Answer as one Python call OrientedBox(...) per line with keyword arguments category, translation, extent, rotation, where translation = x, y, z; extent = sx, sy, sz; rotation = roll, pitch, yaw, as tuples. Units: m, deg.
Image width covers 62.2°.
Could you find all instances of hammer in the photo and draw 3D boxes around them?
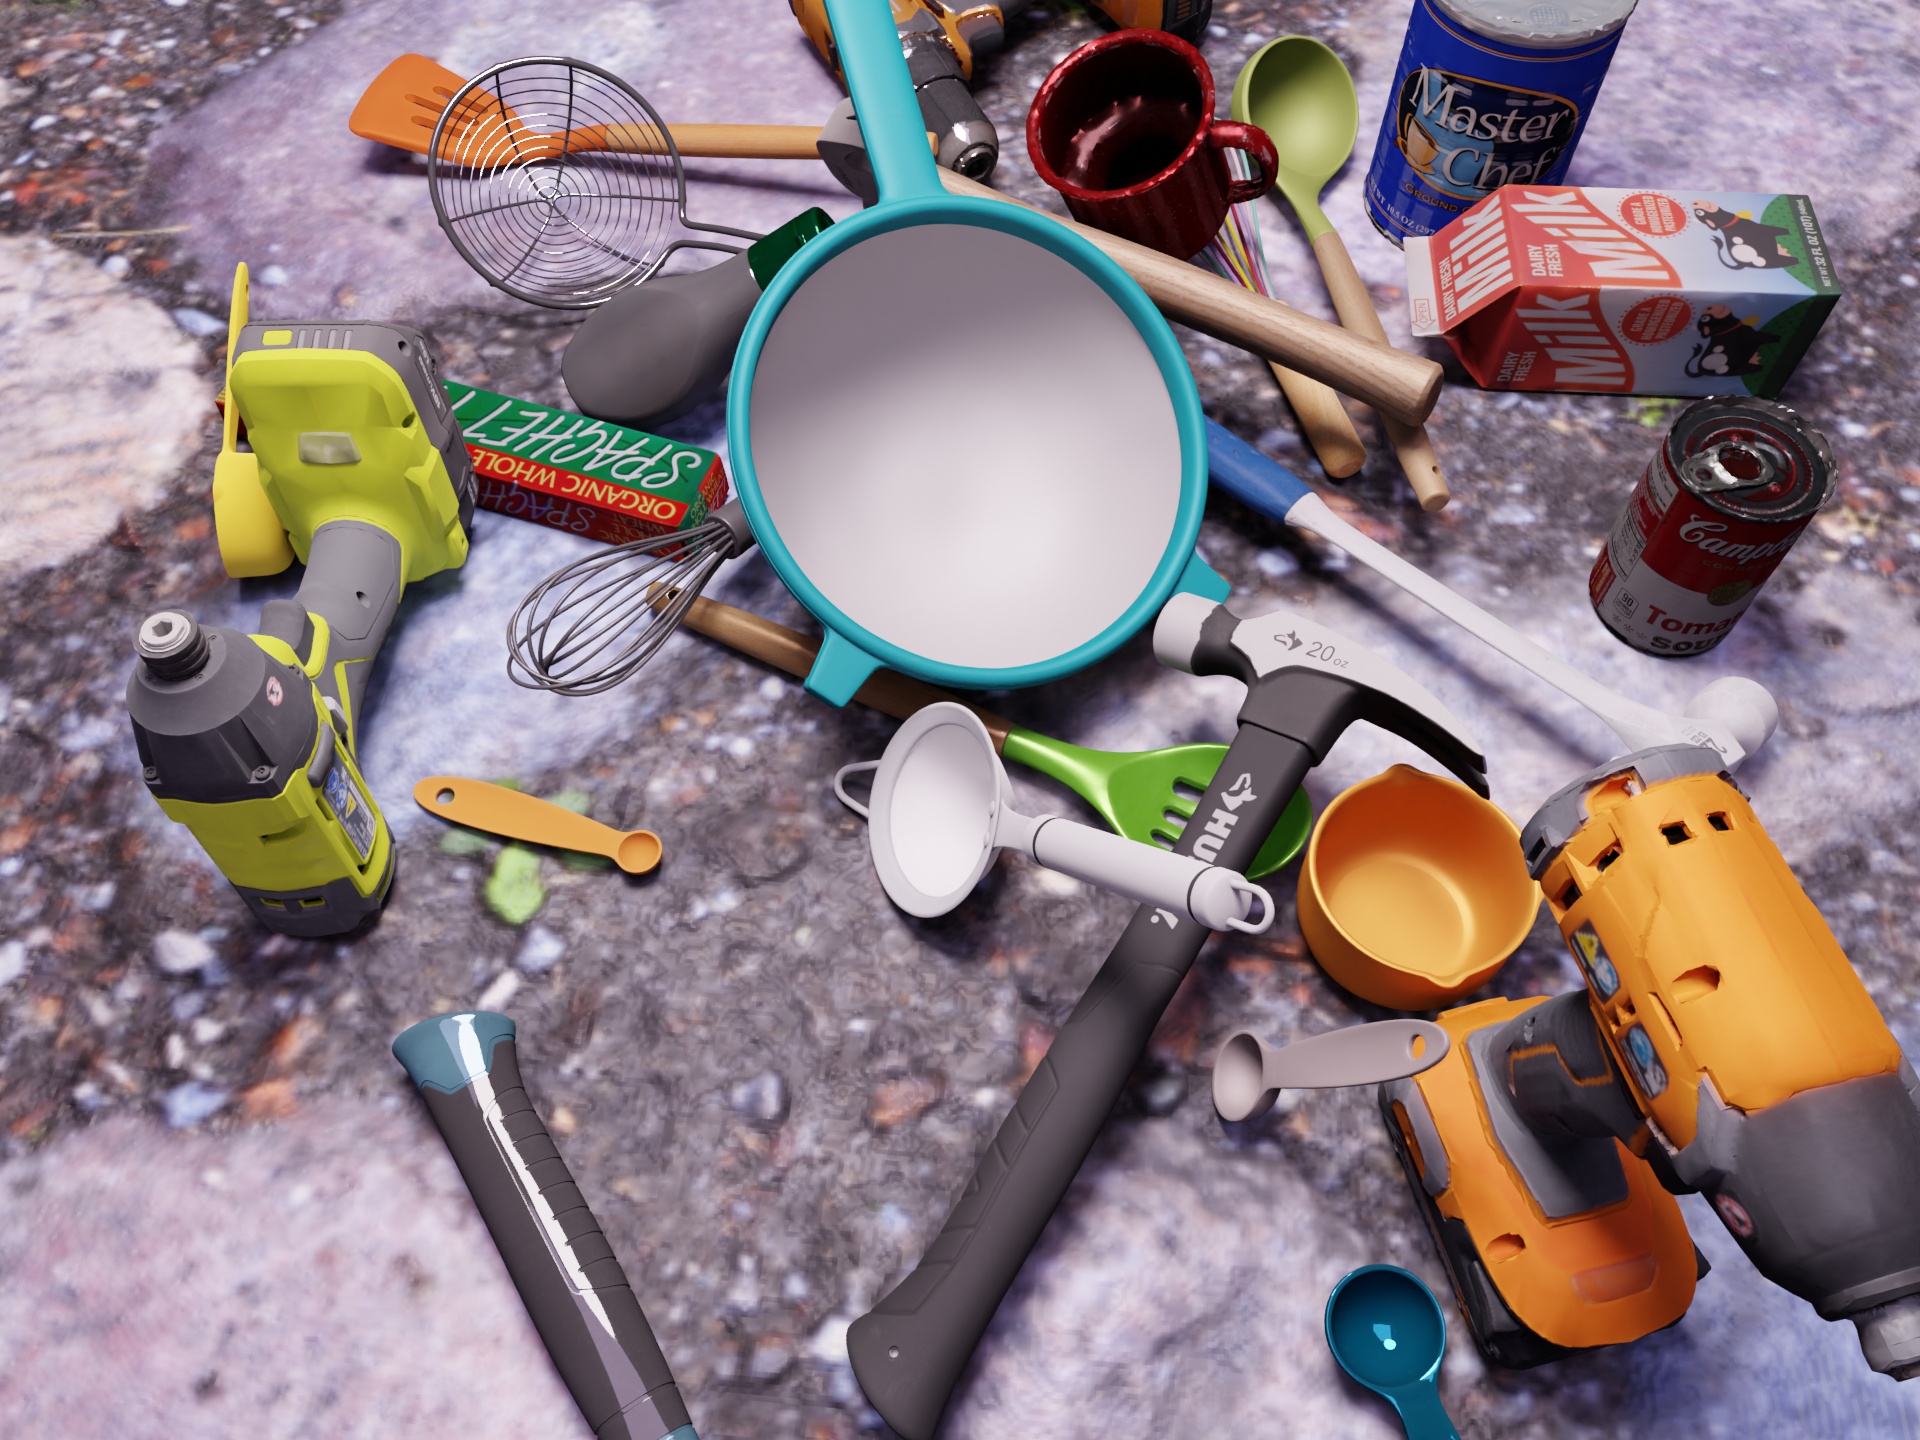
OrientedBox(category="hammer", translation=(-0.108, 0.234, 0.539), extent=(0.128, 0.033, 0.331), rotation=(-29, 62, -18))
OrientedBox(category="hammer", translation=(0.065, 0.105, 0.583), extent=(0.146, 0.035, 0.335), rotation=(23, 70, 32))
OrientedBox(category="hammer", translation=(0.071, -0.218, 0.755), extent=(0.331, 0.130, 0.031), rotation=(29, 91, 19))
OrientedBox(category="hammer", translation=(0.159, -0.090, 0.717), extent=(0.406, 0.035, 0.144), rotation=(39, 39, 25))

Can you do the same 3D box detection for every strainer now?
OrientedBox(category="strainer", translation=(-0.022, -0.174, 0.703), extent=(0.211, 0.095, 0.340), rotation=(-14, 86, -19))
OrientedBox(category="strainer", translation=(0.030, 0.045, 0.583), extent=(0.050, 0.258, 0.087), rotation=(10, 92, -30))

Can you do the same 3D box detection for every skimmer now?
OrientedBox(category="skimmer", translation=(-0.089, -0.238, 0.773), extent=(0.363, 0.090, 0.127), rotation=(18, 87, 21))

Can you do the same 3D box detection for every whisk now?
OrientedBox(category="whisk", translation=(-0.108, -0.083, 0.714), extent=(0.055, 0.055, 0.239), rotation=(33, 51, 19))
OrientedBox(category="whisk", translation=(0.153, -0.225, 0.820), extent=(0.051, 0.047, 0.245), rotation=(-21, 64, 1))

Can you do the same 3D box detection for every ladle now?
OrientedBox(category="ladle", translation=(0.198, -0.232, 0.796), extent=(0.078, 0.062, 0.320), rotation=(12, 49, -26))

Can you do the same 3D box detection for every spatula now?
OrientedBox(category="spatula", translation=(-0.171, -0.325, 0.866), extent=(0.322, 0.041, 0.081), rotation=(6, 53, 12))

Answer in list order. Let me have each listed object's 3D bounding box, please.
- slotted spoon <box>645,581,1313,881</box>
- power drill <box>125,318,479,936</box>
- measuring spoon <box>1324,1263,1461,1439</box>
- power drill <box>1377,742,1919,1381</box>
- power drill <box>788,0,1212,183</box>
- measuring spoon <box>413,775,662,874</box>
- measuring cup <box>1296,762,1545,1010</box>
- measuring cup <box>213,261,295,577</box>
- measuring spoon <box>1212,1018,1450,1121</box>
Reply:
OrientedBox(category="slotted spoon", translation=(-0.001, -0.002, 0.689), extent=(0.314, 0.031, 0.070), rotation=(22, 61, 15))
OrientedBox(category="power drill", translation=(-0.261, -0.049, 0.636), extent=(0.080, 0.171, 0.223), rotation=(-1, 55, 0))
OrientedBox(category="measuring spoon", translation=(0.161, 0.251, 0.542), extent=(0.042, 0.021, 0.129), rotation=(-17, 69, -10))
OrientedBox(category="power drill", translation=(0.209, 0.130, 0.489), extent=(0.084, 0.226, 0.164), rotation=(-13, 59, -8))
OrientedBox(category="power drill", translation=(0.036, -0.401, 0.907), extent=(0.226, 0.084, 0.185), rotation=(-26, 64, -11))
OrientedBox(category="measuring spoon", translation=(-0.179, 0.044, 0.671), extent=(0.117, 0.011, 0.021), rotation=(14, 61, 13))
OrientedBox(category="measuring cup", translation=(0.219, 0.069, 0.631), extent=(0.173, 0.052, 0.095), rotation=(-1, 58, -3))
OrientedBox(category="measuring cup", translation=(-0.324, -0.142, 0.739), extent=(0.029, 0.062, 0.157), rotation=(-1, 75, -14))
OrientedBox(category="measuring spoon", translation=(0.132, 0.123, 0.565), extent=(0.018, 0.124, 0.034), rotation=(17, 66, -24))
